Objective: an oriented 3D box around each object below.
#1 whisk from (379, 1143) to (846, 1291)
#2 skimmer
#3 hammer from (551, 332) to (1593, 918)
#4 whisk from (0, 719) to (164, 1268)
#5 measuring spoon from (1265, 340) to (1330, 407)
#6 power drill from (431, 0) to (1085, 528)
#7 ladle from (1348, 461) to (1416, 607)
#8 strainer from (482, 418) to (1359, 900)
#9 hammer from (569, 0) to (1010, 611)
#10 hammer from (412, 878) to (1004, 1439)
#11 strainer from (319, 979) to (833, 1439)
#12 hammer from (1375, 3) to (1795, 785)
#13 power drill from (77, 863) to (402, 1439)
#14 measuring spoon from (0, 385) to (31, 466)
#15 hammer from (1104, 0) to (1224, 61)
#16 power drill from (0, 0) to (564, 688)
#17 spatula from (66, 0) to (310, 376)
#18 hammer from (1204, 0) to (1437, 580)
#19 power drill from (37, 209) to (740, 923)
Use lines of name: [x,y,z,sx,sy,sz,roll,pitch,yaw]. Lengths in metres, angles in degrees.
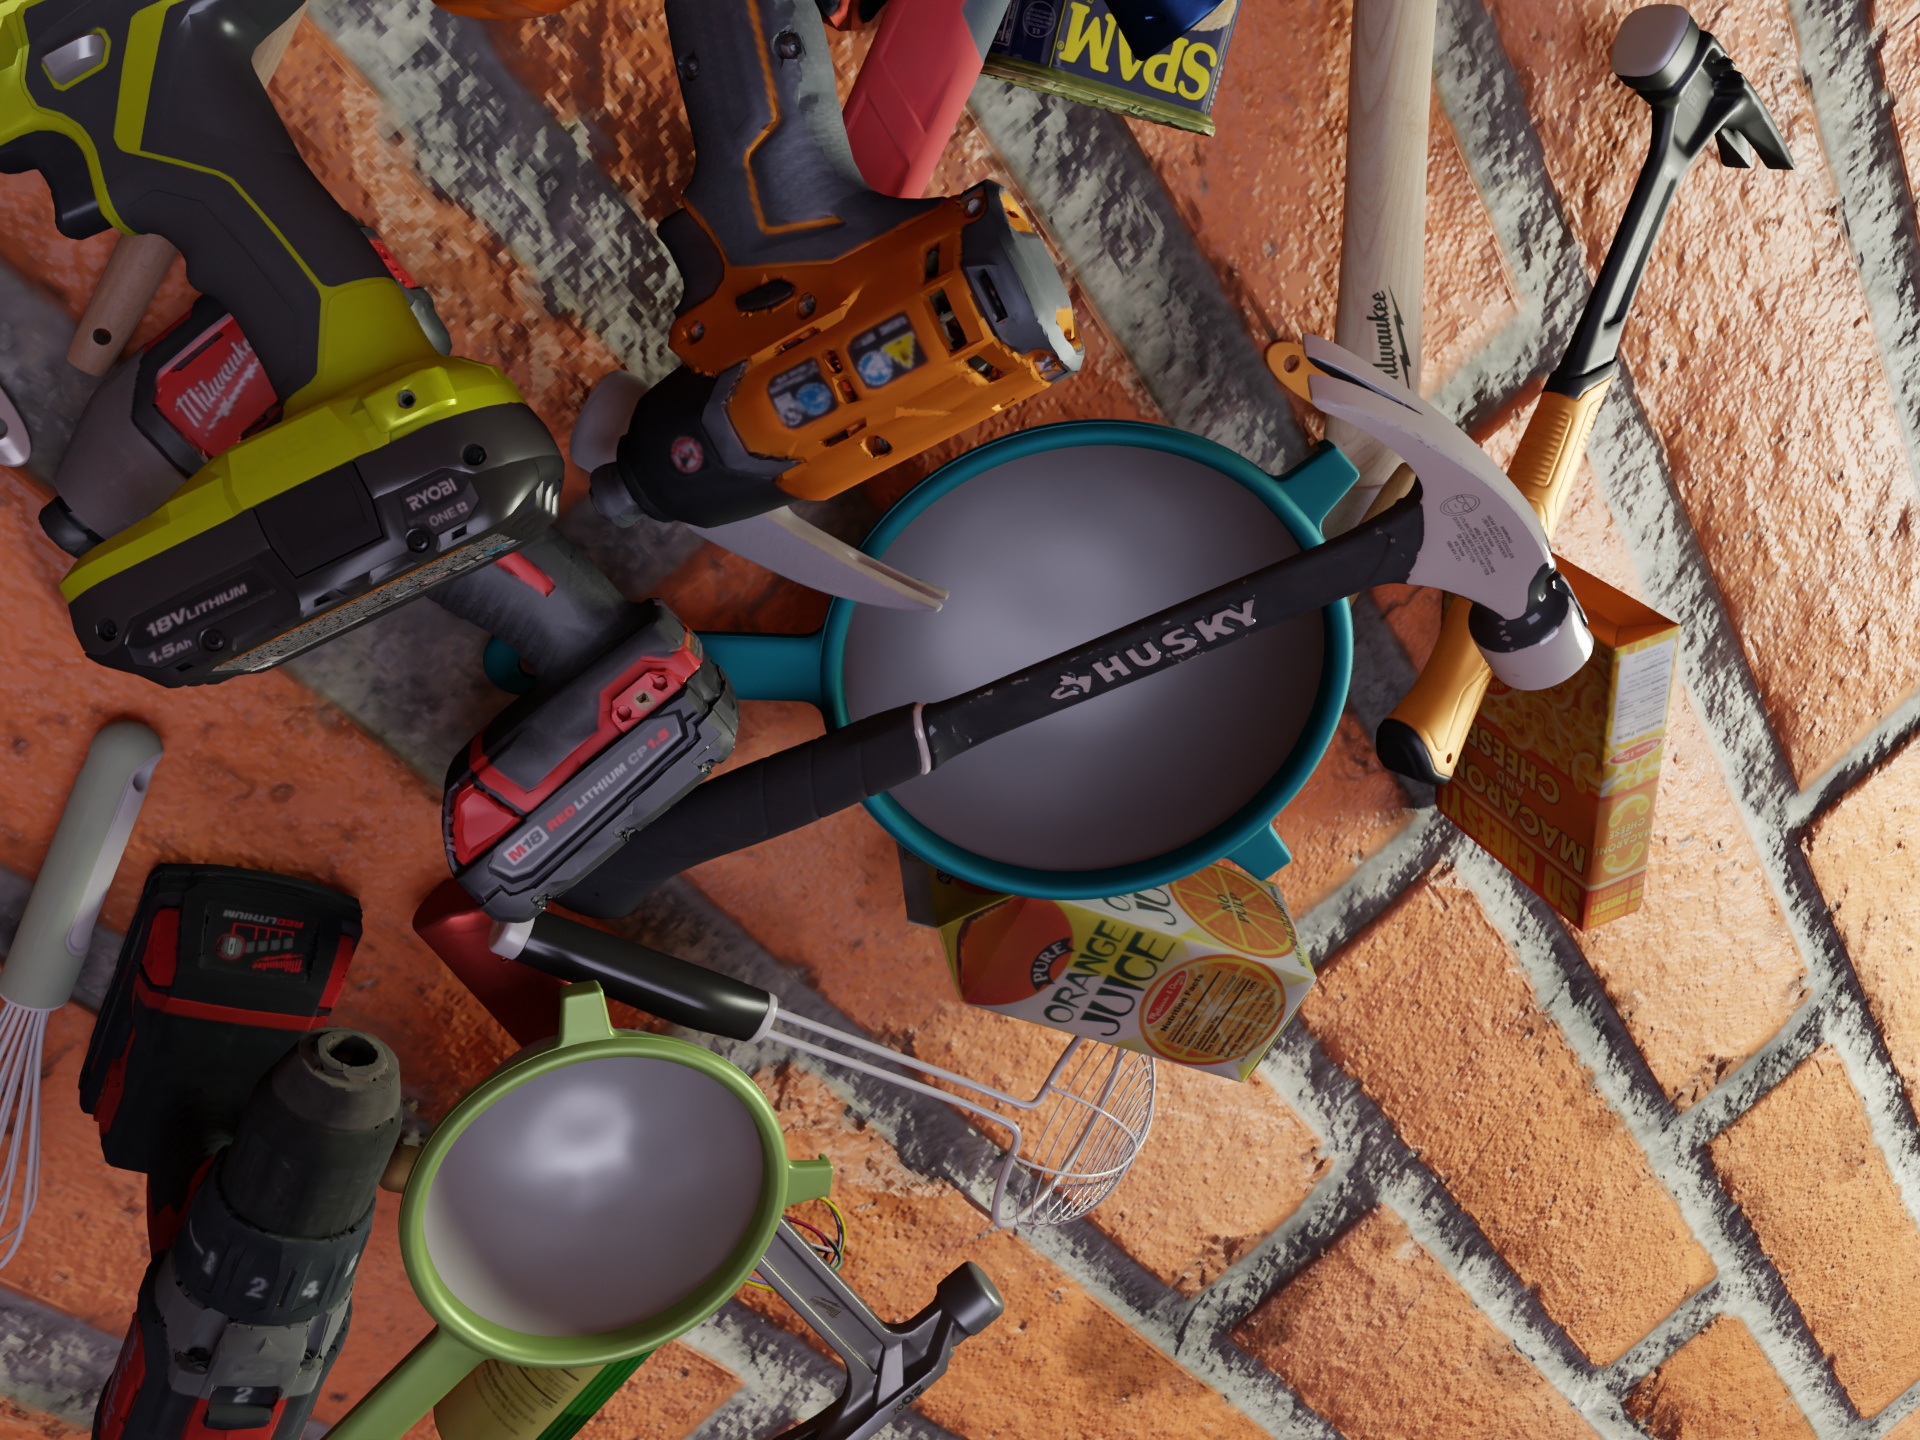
whisk: [-0.159,0.239,0.766,0.244,0.051,0.047,21,112,-30]
skimmer: [-0.049,0.146,0.733,0.363,0.090,0.127,26,91,-27]
hammer: [-0.001,-0.002,0.570,0.409,0.036,0.149,-22,133,27]
whisk: [-0.350,0.109,0.598,0.059,0.058,0.246,26,102,-3]
measuring spoon: [0.181,-0.145,0.729,0.116,0.011,0.021,22,107,-30]
power drill: [-0.082,-0.173,0.479,0.164,0.084,0.226,-25,100,17]
ladle: [0.133,0.015,0.755,0.069,0.031,0.315,13,122,-23]
strainer: [-0.016,-0.037,0.658,0.340,0.095,0.210,1,119,-3]
hammer: [0.010,-0.224,0.514,0.143,0.038,0.386,27,107,-2]
hammer: [-0.127,0.211,0.726,0.149,0.037,0.358,-37,116,-5]
strainer: [-0.188,0.218,0.647,0.256,0.069,0.151,-45,119,0]
hammer: [0.270,-0.128,0.710,0.127,0.034,0.337,17,97,-42]
power drill: [-0.247,0.138,0.548,0.080,0.227,0.188,16,110,-32]
measuring spoon: [-0.331,-0.131,0.491,0.034,0.018,0.124,-32,133,-13]
hammer: [-0.060,-0.350,0.412,0.144,0.035,0.405,-41,110,1]
power drill: [-0.227,-0.129,0.448,0.171,0.080,0.223,-27,95,-4]
spatula: [-0.199,-0.244,0.484,0.059,0.018,0.316,27,103,-29]
hammer: [0.165,-0.248,0.639,0.146,0.038,0.410,-11,120,-14]
power drill: [-0.190,-0.045,0.542,0.143,0.079,0.219,-39,108,-2]
